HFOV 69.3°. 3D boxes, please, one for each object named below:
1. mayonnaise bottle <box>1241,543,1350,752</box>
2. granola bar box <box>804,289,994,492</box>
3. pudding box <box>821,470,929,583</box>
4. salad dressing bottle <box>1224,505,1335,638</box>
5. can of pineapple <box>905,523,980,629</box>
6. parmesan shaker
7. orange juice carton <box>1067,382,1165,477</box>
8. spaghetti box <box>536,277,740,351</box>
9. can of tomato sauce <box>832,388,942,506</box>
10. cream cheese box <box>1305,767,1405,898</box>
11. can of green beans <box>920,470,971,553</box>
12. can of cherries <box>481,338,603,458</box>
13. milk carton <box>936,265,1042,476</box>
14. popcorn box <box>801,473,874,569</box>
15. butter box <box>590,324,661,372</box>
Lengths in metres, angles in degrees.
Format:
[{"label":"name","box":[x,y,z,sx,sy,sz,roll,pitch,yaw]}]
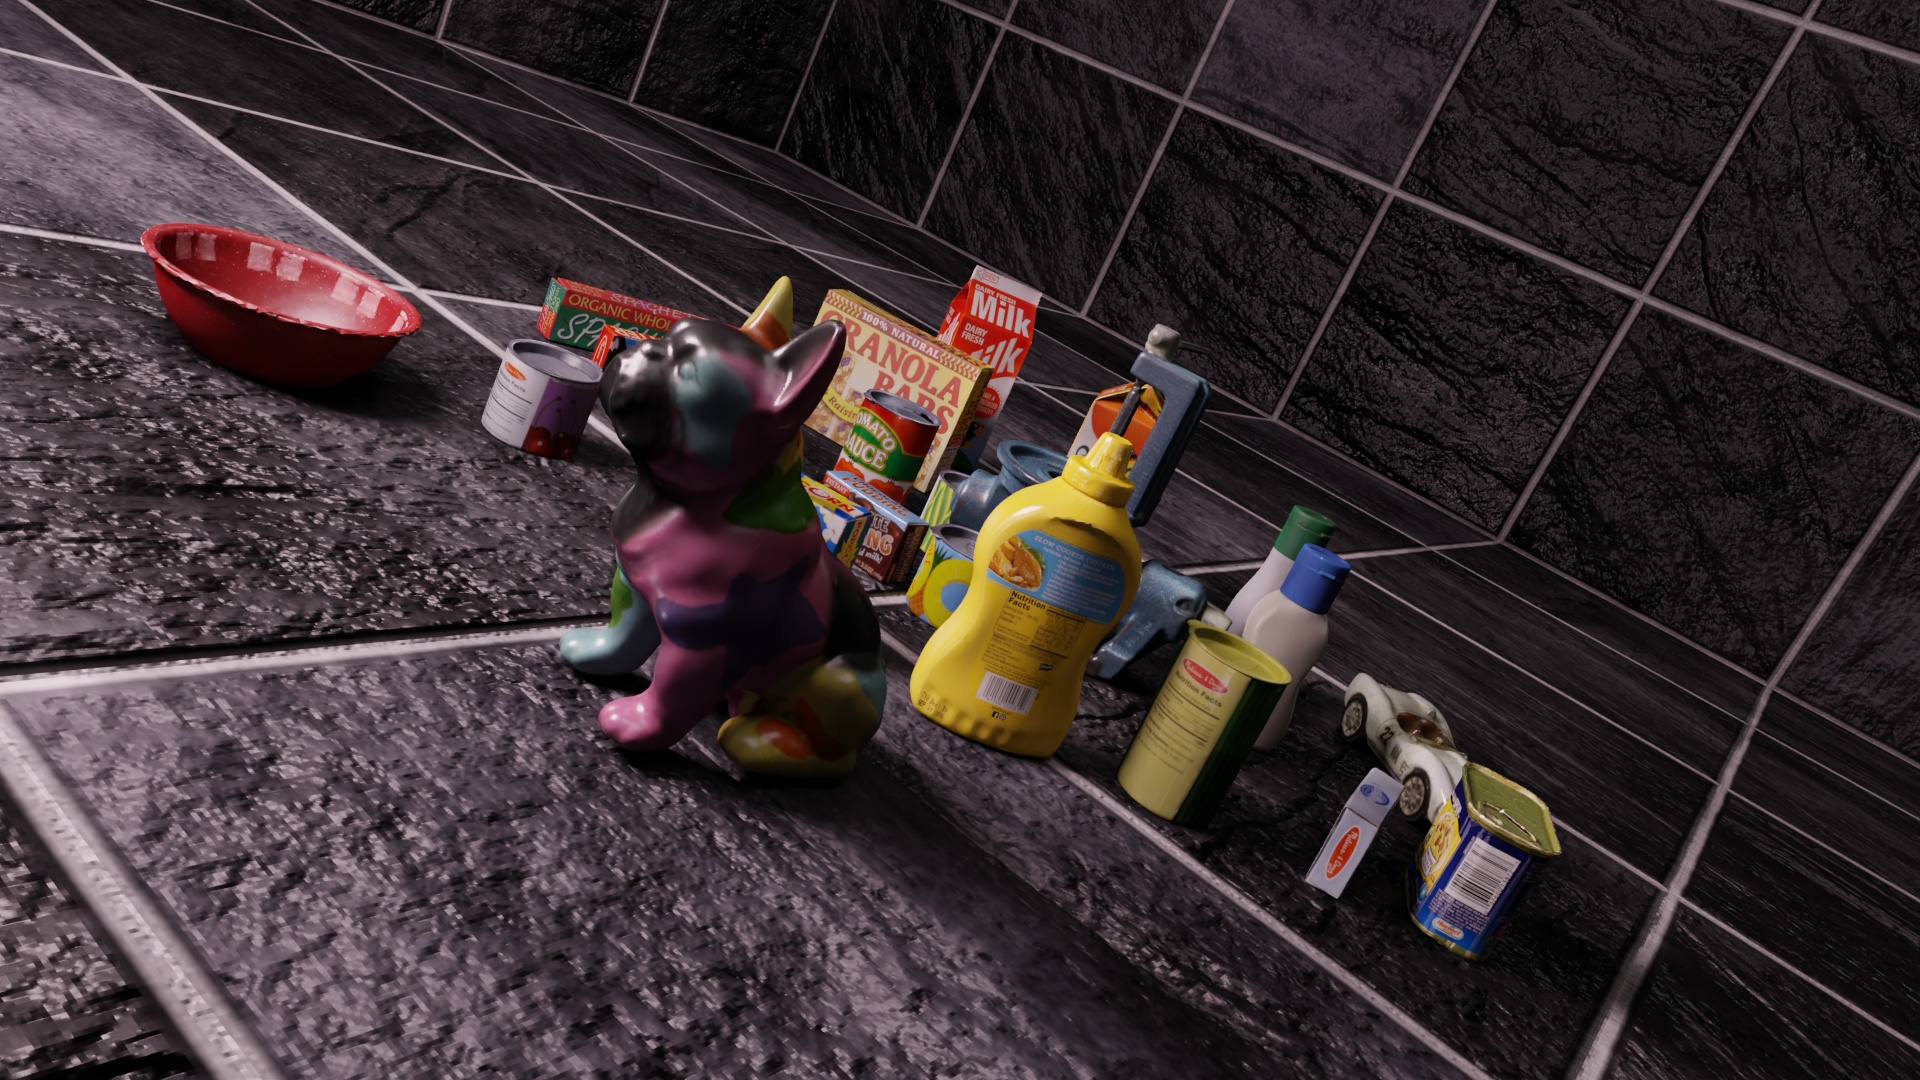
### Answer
[{"label":"mayonnaise bottle","box":[0.225,0.074,0.979,0.065,0.147,0.041,23,16,-6]},{"label":"granola bar box","box":[-0.067,-0.136,1.252,0.166,0.123,0.039,30,17,18]},{"label":"pudding box","box":[-0.067,-0.011,0.996,0.084,0.049,0.030,34,18,29]},{"label":"salad dressing bottle","box":[0.250,0.044,1.111,0.064,0.147,0.044,12,20,-38]},{"label":"can of pineapple","box":[0.001,0.028,0.960,0.071,0.057,0.071,23,16,-7]},{"label":"parmesan shaker","box":[0.142,0.109,0.832,0.071,0.102,0.071,23,16,-7]},{"label":"orange juice carton","box":[0.125,-0.059,1.170,0.073,0.192,0.072,27,16,5]},{"label":"spaghetti box","box":[-0.254,-0.179,1.248,0.250,0.050,0.029,10,22,-41]},{"label":"can of tomato sauce","box":[-0.063,-0.073,1.136,0.071,0.083,0.071,23,16,-7]},{"label":"cream cheese box","box":[0.243,0.178,0.853,0.024,0.053,0.104,31,17,20]},{"label":"can of green beans","box":[0.002,-0.015,1.096,0.071,0.057,0.071,23,16,-7]},{"label":"can of cherries","box":[-0.279,-0.095,0.937,0.071,0.058,0.072,23,16,-7]},{"label":"milk carton","box":[0.008,-0.161,1.321,0.072,0.190,0.074,20,16,-16]},{"label":"popcorn box","box":[-0.127,-0.007,0.836,0.127,0.085,0.038,29,16,15]},{"label":"butter box","box":[-0.247,-0.136,1.119,0.103,0.053,0.024,9,23,-44]}]
